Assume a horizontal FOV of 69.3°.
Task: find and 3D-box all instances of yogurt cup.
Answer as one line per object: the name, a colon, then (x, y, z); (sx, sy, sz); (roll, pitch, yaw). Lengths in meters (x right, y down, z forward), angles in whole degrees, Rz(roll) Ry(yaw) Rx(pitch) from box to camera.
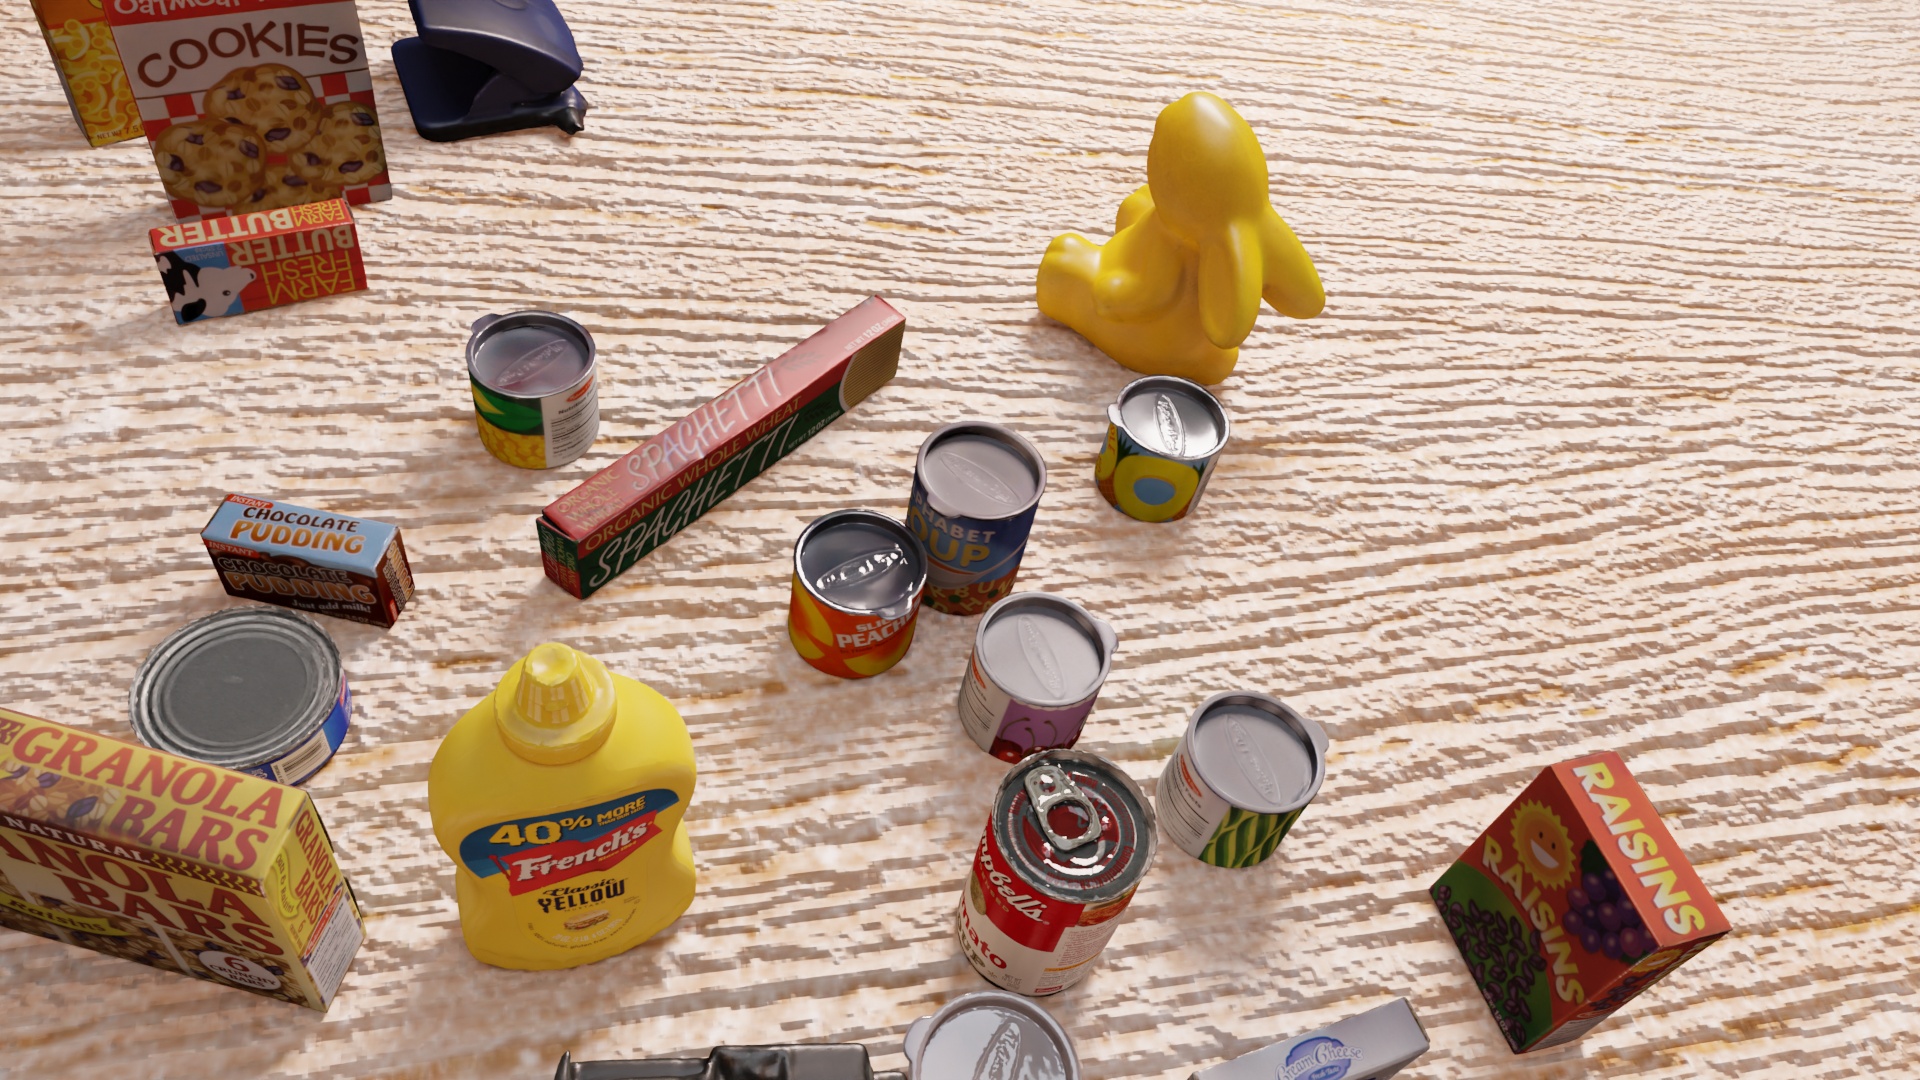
yogurt cup: (0.010, 0.221, 0.552); (0.072, 0.053, 0.073); (6, 50, -7)

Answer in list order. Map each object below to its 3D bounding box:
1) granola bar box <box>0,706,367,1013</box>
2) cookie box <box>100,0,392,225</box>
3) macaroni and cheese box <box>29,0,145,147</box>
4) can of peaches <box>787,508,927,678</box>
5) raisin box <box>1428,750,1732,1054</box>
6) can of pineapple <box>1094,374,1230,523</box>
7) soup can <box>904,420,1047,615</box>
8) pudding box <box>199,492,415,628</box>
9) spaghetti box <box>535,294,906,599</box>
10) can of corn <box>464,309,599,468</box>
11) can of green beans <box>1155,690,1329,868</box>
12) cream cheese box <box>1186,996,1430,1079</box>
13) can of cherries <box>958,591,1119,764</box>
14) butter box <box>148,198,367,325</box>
granola bar box: (-0.320, 0.117, 0.524); (0.166, 0.123, 0.039); (15, 50, 1)
cookie box: (-0.405, -0.263, 0.794); (0.123, 0.166, 0.040); (-18, 57, -24)
macaroni and cheese box: (-0.487, -0.330, 0.834); (0.124, 0.165, 0.040); (-27, 61, -29)
can of peaches: (-0.051, 0.029, 0.696); (0.071, 0.057, 0.071); (6, 50, -7)
raisin box: (0.266, 0.161, 0.609); (0.040, 0.122, 0.086); (-7, 53, -17)
can of pineapple: (0.113, -0.053, 0.798); (0.071, 0.057, 0.071); (6, 50, -7)
soup can: (0.003, -0.009, 0.722); (0.071, 0.083, 0.072); (6, 50, -7)
pudding box: (-0.310, 0.009, 0.665); (0.084, 0.049, 0.030); (12, 50, -2)
spaghetti box: (-0.122, -0.056, 0.757); (0.029, 0.049, 0.251); (36, 53, 18)
can of corn: (-0.232, -0.082, 0.751); (0.071, 0.058, 0.071); (6, 50, -7)
can of green beans: (0.132, 0.115, 0.663); (0.071, 0.057, 0.071); (6, 50, -7)
cream cheese box: (0.138, 0.224, 0.576); (0.104, 0.053, 0.024); (-11, 54, -20)
can of cherries: (0.038, 0.068, 0.681); (0.071, 0.058, 0.072); (6, 50, -7)
butter box: (-0.394, -0.158, 0.784); (0.104, 0.052, 0.024); (-17, 56, -24)
